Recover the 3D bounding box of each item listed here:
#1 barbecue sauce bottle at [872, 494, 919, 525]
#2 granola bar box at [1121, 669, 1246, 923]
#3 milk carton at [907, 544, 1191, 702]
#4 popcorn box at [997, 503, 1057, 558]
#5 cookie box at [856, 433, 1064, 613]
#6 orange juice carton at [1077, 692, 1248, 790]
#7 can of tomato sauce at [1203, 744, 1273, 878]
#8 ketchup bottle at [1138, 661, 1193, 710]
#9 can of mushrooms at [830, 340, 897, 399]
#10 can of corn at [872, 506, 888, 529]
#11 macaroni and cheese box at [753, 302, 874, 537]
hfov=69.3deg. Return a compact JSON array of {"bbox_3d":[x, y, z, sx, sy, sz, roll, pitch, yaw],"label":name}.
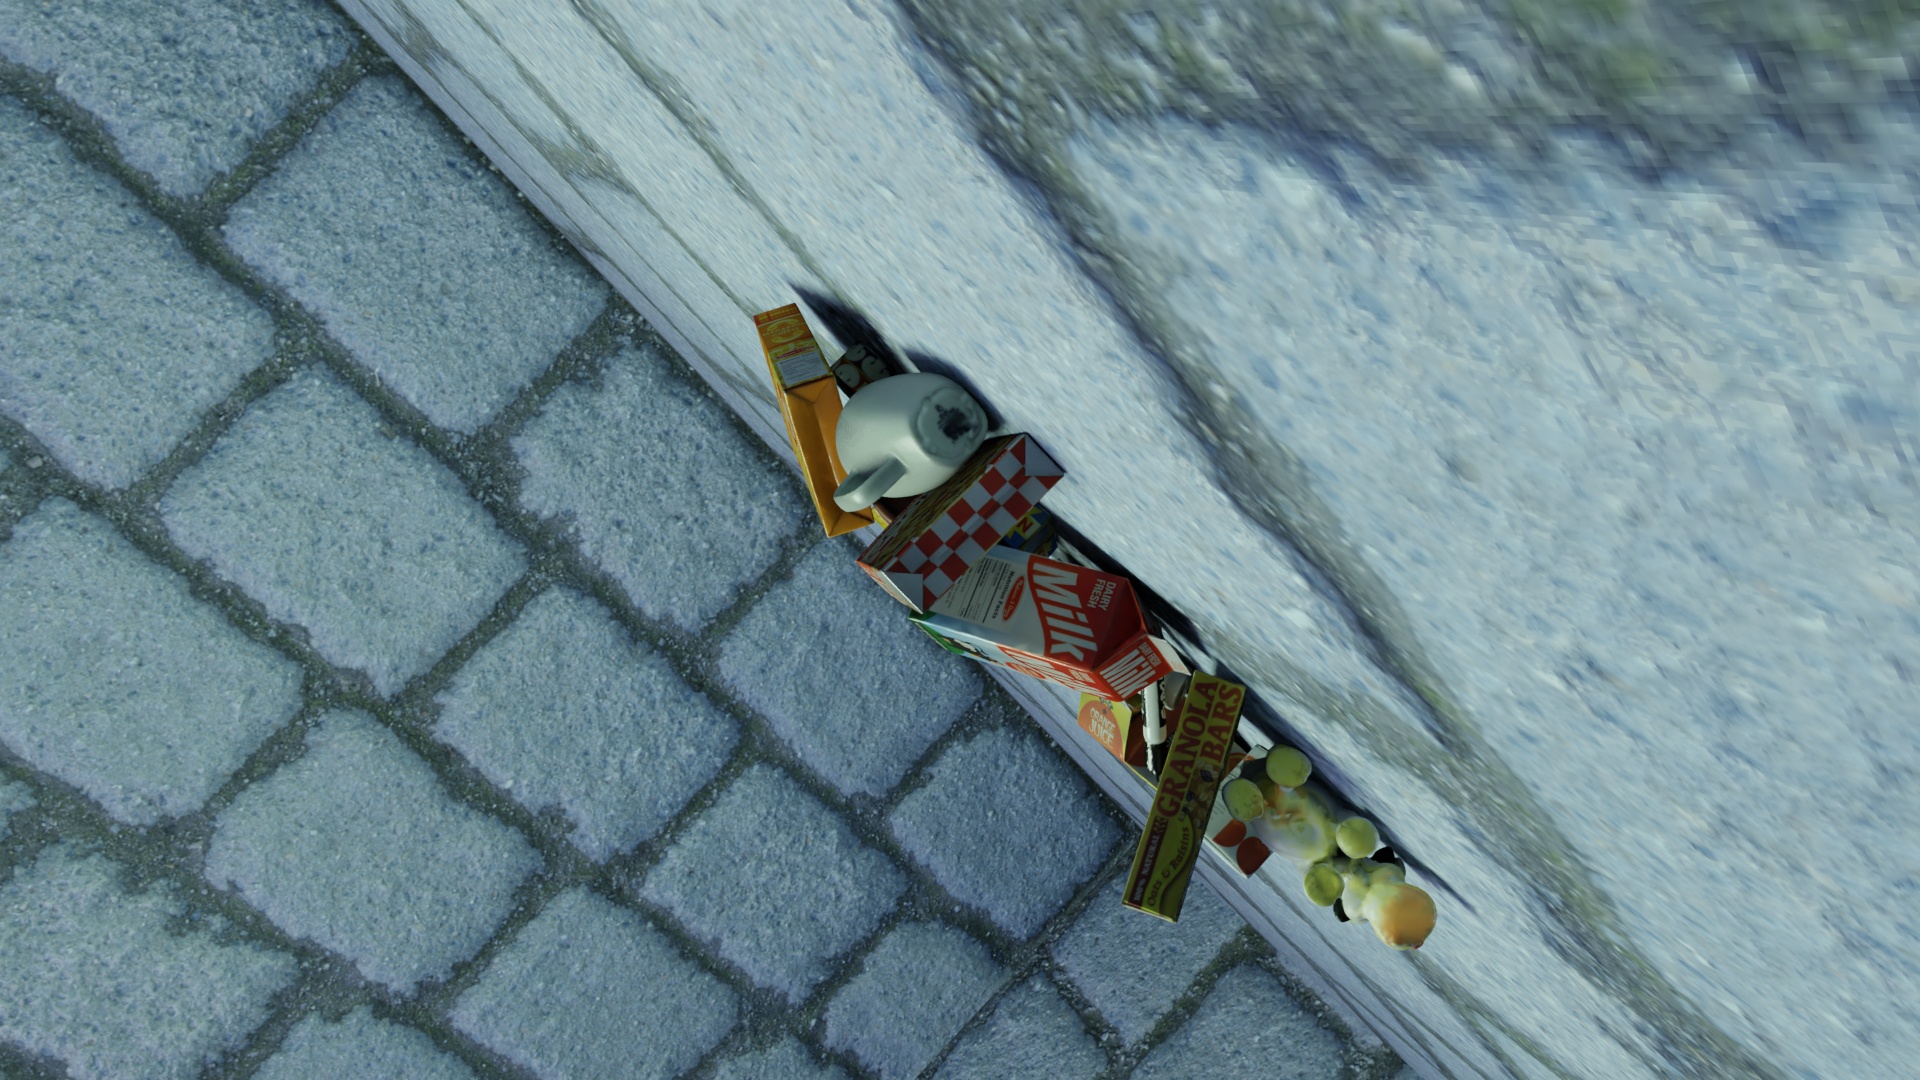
[{"bbox_3d":[-0.035,-0.017,1.102,0.065,0.044,0.148,49,176,15],"label":"barbecue sauce bottle"},{"bbox_3d":[0.159,0.185,0.981,0.039,0.166,0.124,17,167,13],"label":"granola bar box"},{"bbox_3d":[0.068,0.059,0.985,0.190,0.073,0.072,14,163,29],"label":"milk carton"},{"bbox_3d":[0.015,-0.034,1.054,0.127,0.038,0.085,43,173,17],"label":"popcorn box"},{"bbox_3d":[-0.006,-0.014,0.919,0.040,0.123,0.167,46,174,-8],"label":"cookie box"},{"bbox_3d":[0.167,0.163,1.142,0.192,0.073,0.072,41,177,-35],"label":"orange juice carton"},{"bbox_3d":[0.231,0.215,1.095,0.071,0.083,0.071,44,174,6],"label":"can of tomato sauce"},{"bbox_3d":[0.106,0.081,1.073,0.149,0.044,0.064,26,152,21],"label":"ketchup bottle"},{"bbox_3d":[-0.066,-0.116,1.055,0.071,0.033,0.071,45,174,6],"label":"can of mushrooms"},{"bbox_3d":[-0.051,-0.028,1.397,0.058,0.071,0.071,46,174,-2],"label":"can of corn"},{"bbox_3d":[-0.112,-0.095,1.053,0.167,0.040,0.123,-119,14,-59],"label":"macaroni and cheese box"}]
